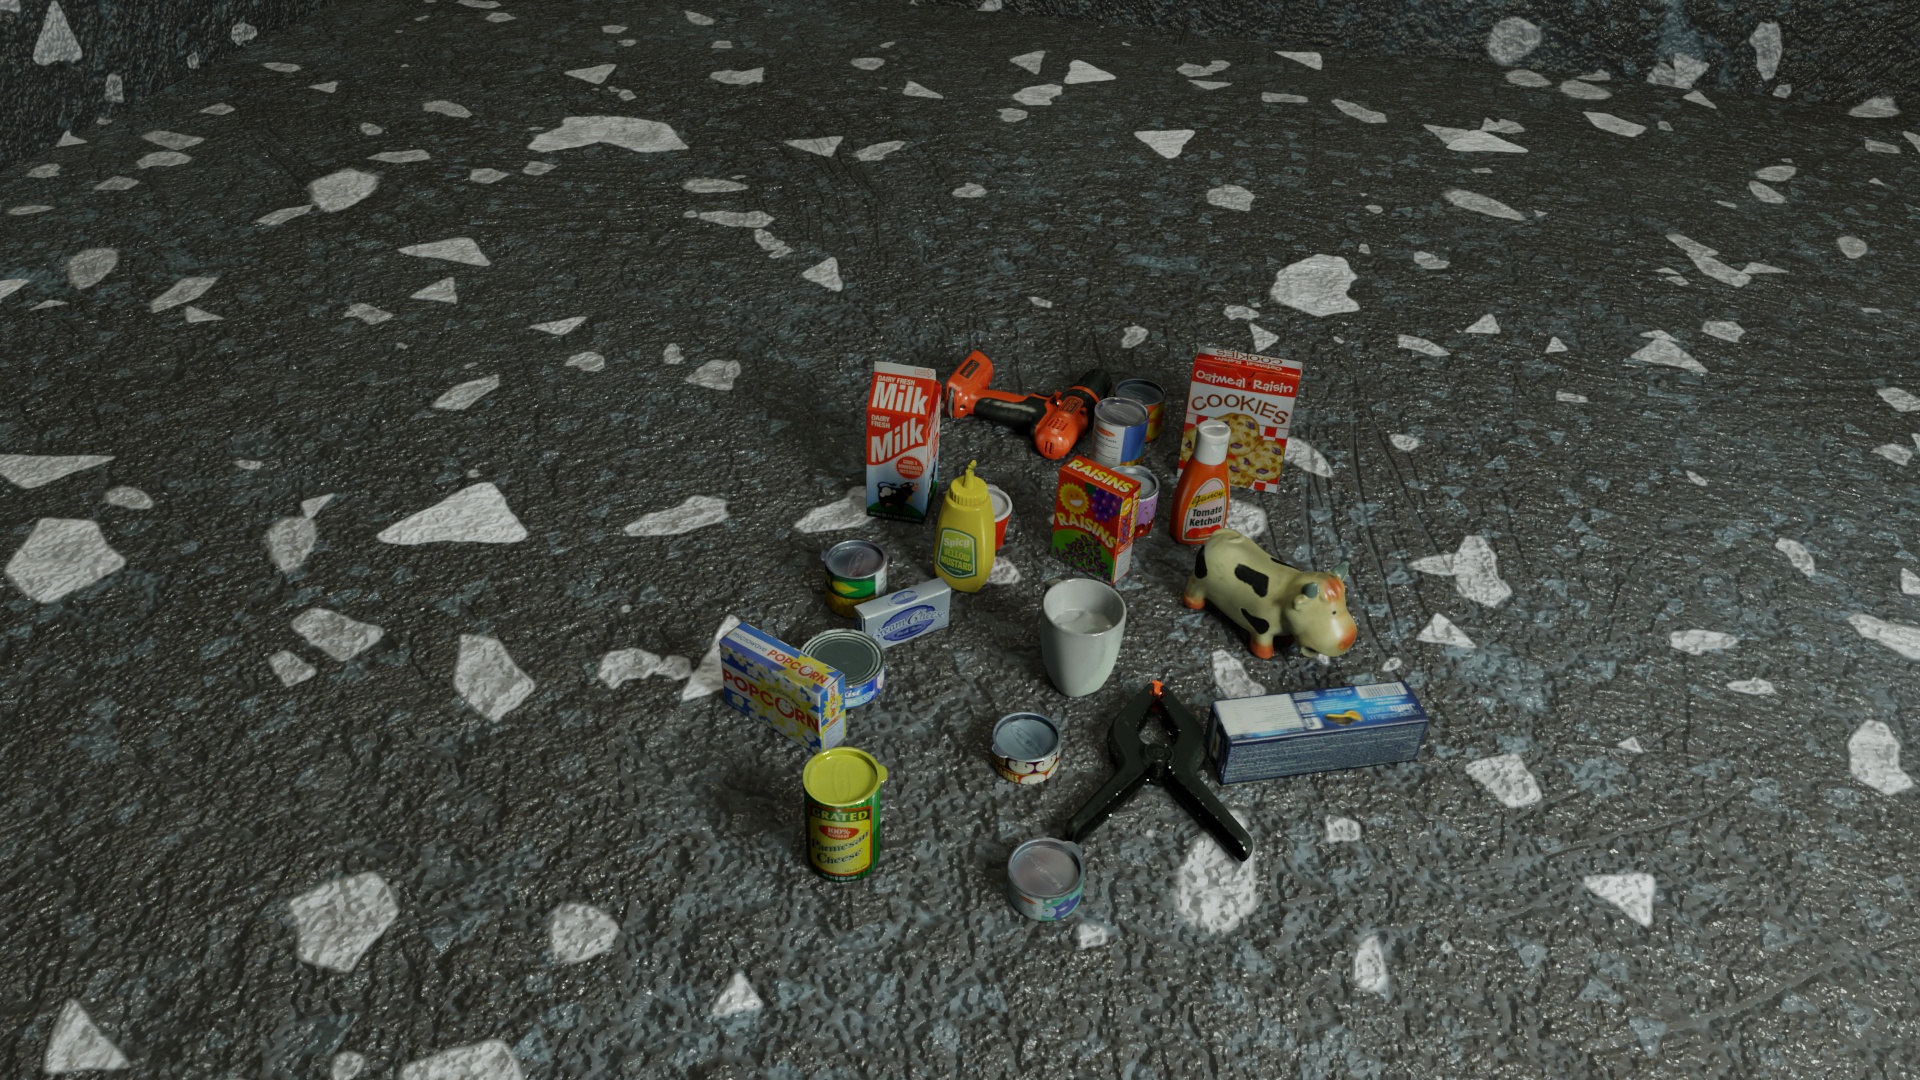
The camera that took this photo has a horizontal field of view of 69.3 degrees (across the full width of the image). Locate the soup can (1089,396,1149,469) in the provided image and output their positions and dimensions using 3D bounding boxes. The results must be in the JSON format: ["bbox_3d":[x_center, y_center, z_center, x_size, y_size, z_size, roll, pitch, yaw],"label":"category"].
[{"bbox_3d":[0.194,-0.123,1.690,0.071,0.083,0.072,2,38,-1],"label":"soup can"}]

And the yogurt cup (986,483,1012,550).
[{"bbox_3d":[0.023,-0.021,1.573,0.072,0.053,0.073,2,38,-1],"label":"yogurt cup"}]

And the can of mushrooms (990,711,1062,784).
[{"bbox_3d":[0.060,0.196,1.311,0.071,0.033,0.071,2,38,-1],"label":"can of mushrooms"}]

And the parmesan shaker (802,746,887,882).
[{"bbox_3d":[-0.098,0.237,1.194,0.071,0.102,0.072,2,38,-1],"label":"parmesan shaker"}]

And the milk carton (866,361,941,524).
[{"bbox_3d":[-0.065,-0.118,1.582,0.072,0.189,0.074,8,38,8],"label":"milk carton"}]

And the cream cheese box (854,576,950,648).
[{"bbox_3d":[-0.059,0.078,1.440,0.104,0.053,0.024,-18,42,-24],"label":"cream cheese box"}]

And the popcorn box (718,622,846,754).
[{"bbox_3d":[-0.170,0.141,1.327,0.127,0.084,0.038,24,43,25],"label":"popcorn box"}]

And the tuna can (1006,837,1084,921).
[{"bbox_3d":[0.074,0.290,1.193,0.071,0.032,0.071,2,38,-1],"label":"tuna can"}]

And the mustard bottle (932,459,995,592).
[{"bbox_3d":[0.005,-0.019,1.482,0.065,0.159,0.049,15,39,16],"label":"mustard bottle"}]

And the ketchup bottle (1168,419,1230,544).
[{"bbox_3d":[0.275,-0.065,1.567,0.065,0.148,0.044,-8,39,-13],"label":"ketchup bottle"}]

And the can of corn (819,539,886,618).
[{"bbox_3d":[-0.114,0.041,1.482,0.071,0.058,0.071,2,38,-1],"label":"can of corn"}]

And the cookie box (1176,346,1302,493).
[{"bbox_3d":[0.330,-0.142,1.654,0.123,0.166,0.040,10,38,10],"label":"cookie box"}]

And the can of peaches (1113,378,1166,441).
[{"bbox_3d":[0.224,-0.164,1.765,0.071,0.057,0.071,2,38,-1],"label":"can of peaches"}]

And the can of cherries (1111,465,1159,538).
[{"bbox_3d":[0.196,-0.045,1.610,0.071,0.058,0.072,2,38,-1],"label":"can of cherries"}]

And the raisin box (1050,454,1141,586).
[{"bbox_3d":[0.148,-0.022,1.525,0.086,0.122,0.040,27,44,29],"label":"raisin box"}]
